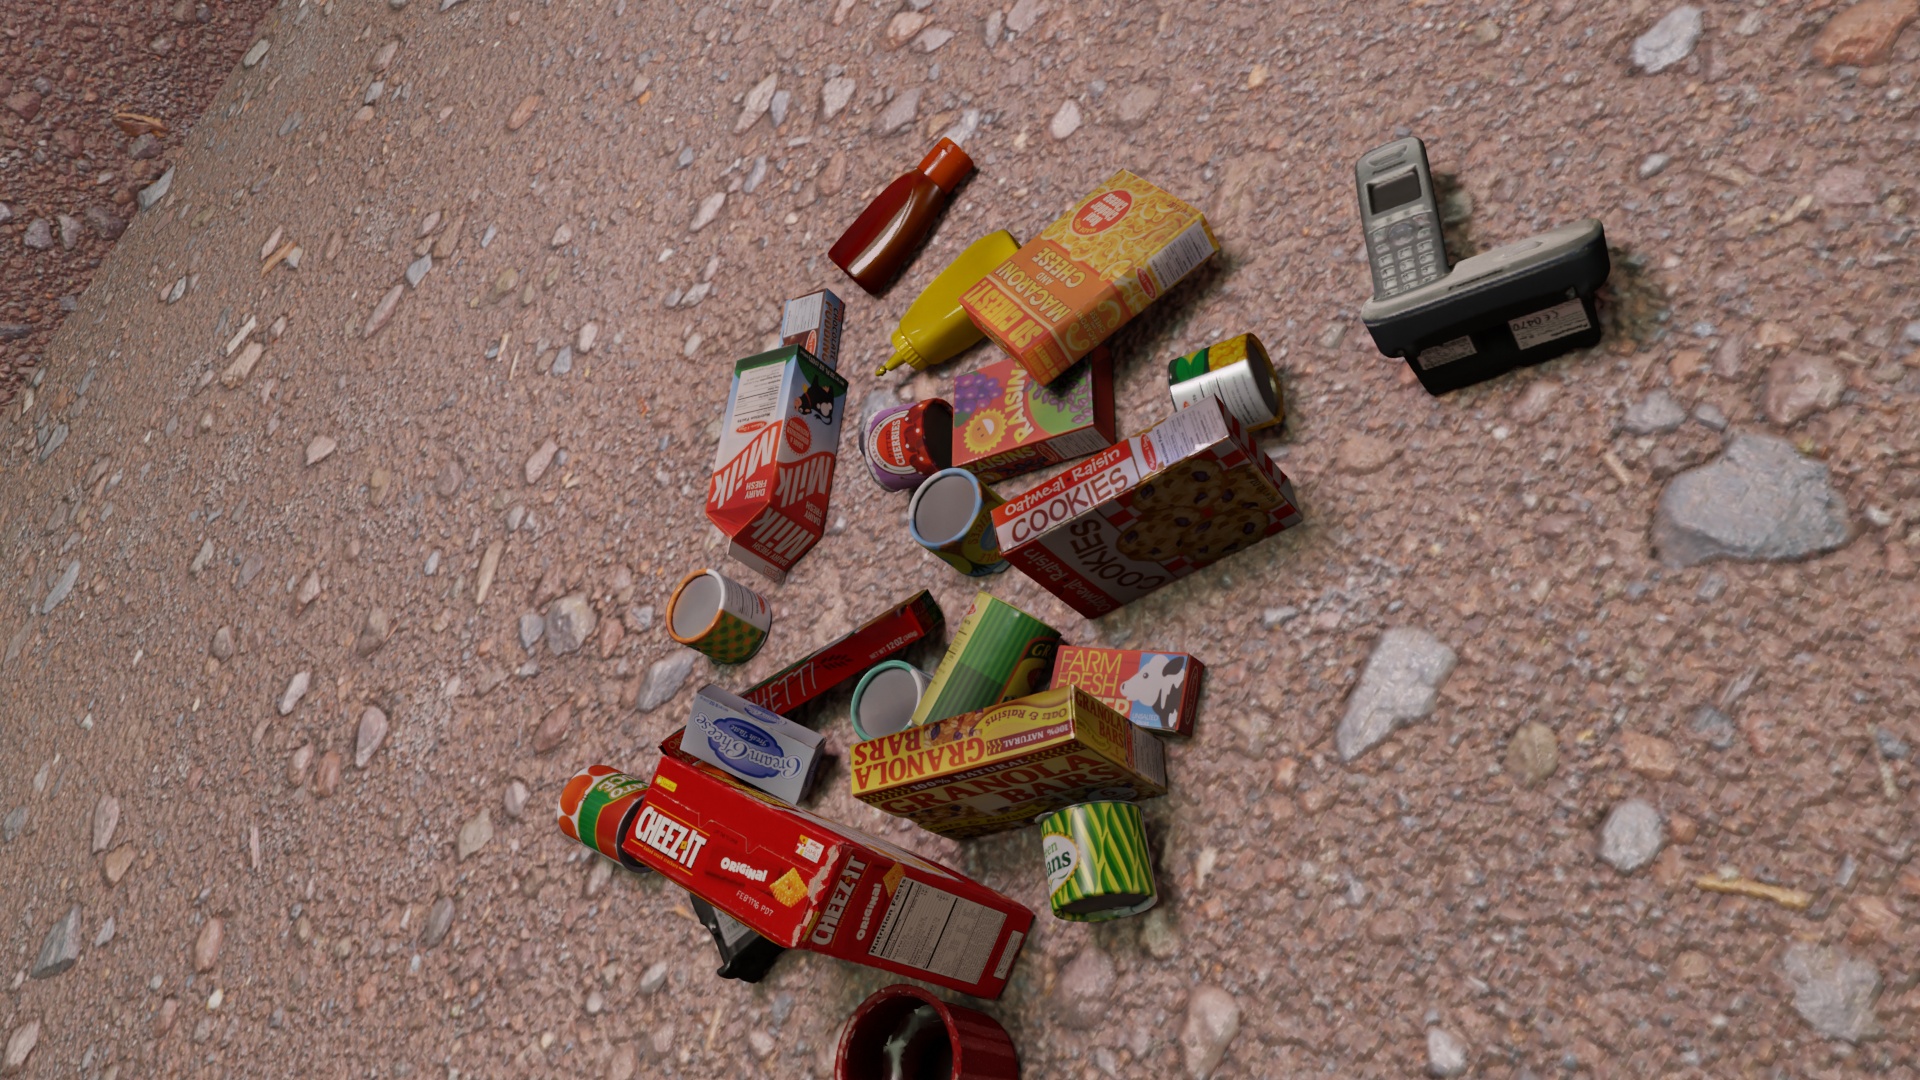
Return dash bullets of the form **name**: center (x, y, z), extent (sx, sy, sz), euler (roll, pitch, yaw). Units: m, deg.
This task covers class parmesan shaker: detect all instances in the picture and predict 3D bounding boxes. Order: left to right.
- **parmesan shaker**: center (0.018, 0.096, 0.971), extent (0.071, 0.071, 0.103), euler (24, 83, 41)

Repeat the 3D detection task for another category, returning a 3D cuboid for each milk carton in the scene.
- **milk carton**: center (-0.157, -0.062, 1.173), extent (0.073, 0.072, 0.191), euler (-9, 61, 33)

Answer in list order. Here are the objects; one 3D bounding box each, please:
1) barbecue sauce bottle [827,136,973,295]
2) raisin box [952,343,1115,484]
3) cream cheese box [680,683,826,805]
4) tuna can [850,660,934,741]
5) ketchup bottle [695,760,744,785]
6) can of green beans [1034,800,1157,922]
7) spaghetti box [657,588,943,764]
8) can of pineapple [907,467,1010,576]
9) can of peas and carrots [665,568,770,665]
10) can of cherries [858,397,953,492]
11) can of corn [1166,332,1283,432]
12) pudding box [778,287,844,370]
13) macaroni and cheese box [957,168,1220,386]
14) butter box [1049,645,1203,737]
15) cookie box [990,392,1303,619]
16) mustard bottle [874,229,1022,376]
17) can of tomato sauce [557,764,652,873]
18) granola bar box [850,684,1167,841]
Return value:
- **barbecue sauce bottle**: center (-0.050, -0.291, 1.232), extent (0.148, 0.043, 0.065), euler (-48, 49, 5)
- **raisin box**: center (0.055, -0.100, 1.061), extent (0.123, 0.040, 0.086), euler (-15, 59, 28)
- **cream cheese box**: center (-0.157, 0.154, 1.051), extent (0.104, 0.024, 0.053), euler (23, 109, 11)
- **tuna can**: center (-0.048, 0.124, 1.024), extent (0.071, 0.033, 0.071), euler (-16, 59, 28)
- **ketchup bottle**: center (-0.186, 0.212, 1.024), extent (0.064, 0.043, 0.149), euler (-49, 16, 1)
- **can of green beans**: center (0.086, 0.200, 0.865), extent (0.071, 0.071, 0.058), euler (-23, 56, 25)
- **spaghetti box**: center (-0.125, 0.110, 1.073), extent (0.249, 0.050, 0.028), euler (-30, 92, 20)
- **can of pineapple**: center (0.004, -0.013, 1.040), extent (0.071, 0.058, 0.071), euler (-16, 59, 29)
- **can of peas and carrots**: center (-0.202, 0.065, 1.148), extent (0.071, 0.058, 0.071), euler (-17, 58, 29)
- **can of cherries**: center (-0.037, -0.075, 1.093), extent (0.058, 0.071, 0.072), euler (-11, 62, 31)
- **can of corn**: center (0.183, -0.104, 0.954), extent (0.058, 0.071, 0.071), euler (-18, 58, 27)
- **pudding box**: center (-0.136, -0.180, 1.246), extent (0.049, 0.030, 0.084), euler (-10, 62, 31)
- **macaroni and cheese box**: center (0.094, -0.200, 1.048), extent (0.166, 0.040, 0.124), euler (-38, 37, 0)
- **butter box**: center (0.108, 0.100, 0.929), extent (0.103, 0.024, 0.053), euler (1, 68, 36)
- **cookie box**: center (0.122, -0.016, 0.912), extent (0.167, 0.122, 0.040), euler (-28, 53, 22)
- **mustard bottle**: center (-0.009, -0.186, 1.144), extent (0.160, 0.048, 0.065), euler (-37, 50, 16)
- **can of tomato sauce**: center (-0.272, 0.220, 1.113), extent (0.083, 0.071, 0.071), euler (11, 75, 40)
- **granola bar box**: center (0.031, 0.148, 0.893), extent (0.165, 0.124, 0.039), euler (-19, 56, 28)
